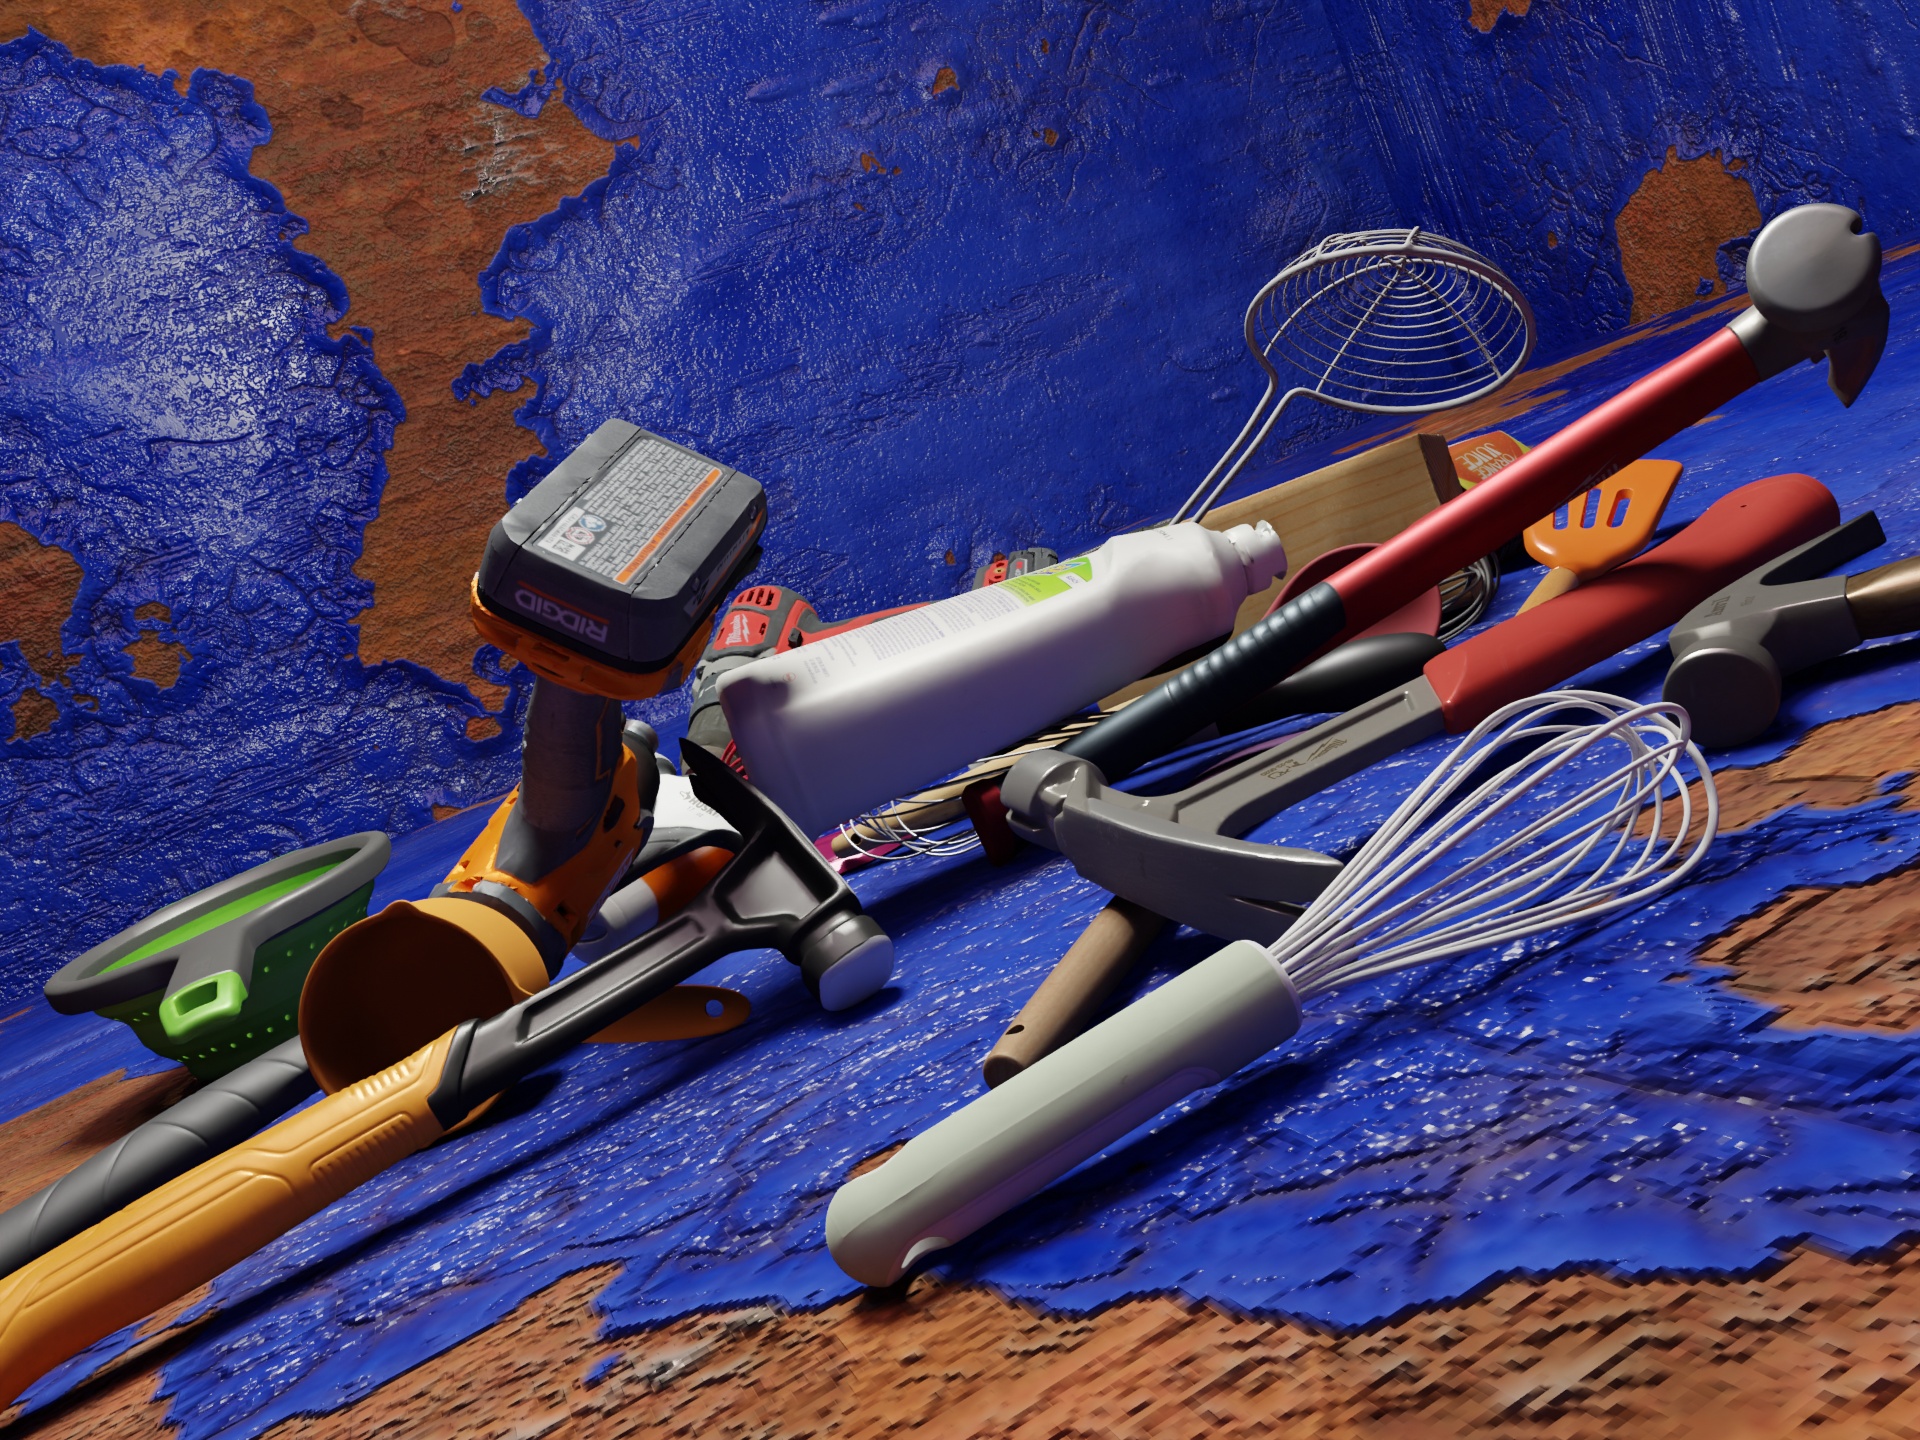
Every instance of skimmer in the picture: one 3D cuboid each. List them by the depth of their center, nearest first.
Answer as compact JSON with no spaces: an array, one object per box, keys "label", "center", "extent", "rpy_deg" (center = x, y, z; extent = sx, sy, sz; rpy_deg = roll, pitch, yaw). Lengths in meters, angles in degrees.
[{"label":"skimmer","center":[0.120,-0.084,0.779],"extent":[0.363,0.127,0.090],"rpy_deg":[-52,33,24]}]

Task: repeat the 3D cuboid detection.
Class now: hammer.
[{"label":"hammer","center":[0.367,-0.062,0.427],"extent":[0.331,0.031,0.130],"rpy_deg":[-17,9,34]},{"label":"hammer","center":[-0.192,0.124,0.528],"extent":[0.337,0.034,0.127],"rpy_deg":[-30,52,-23]},{"label":"hammer","center":[0.196,-0.019,0.543],"extent":[0.359,0.036,0.149],"rpy_deg":[-23,21,-28]},{"label":"hammer","center":[0.165,-0.049,0.623],"extent":[0.386,0.038,0.143],"rpy_deg":[-34,-20,22]},{"label":"hammer","center":[-0.258,0.136,0.703],"extent":[0.149,0.036,0.409],"rpy_deg":[23,44,40]}]

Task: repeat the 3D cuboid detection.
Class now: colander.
[{"label":"colander","center":[-0.397,0.155,0.888],"extent":[0.204,0.094,0.397],"rpy_deg":[-25,12,-19]}]

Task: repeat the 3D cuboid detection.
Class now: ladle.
[{"label":"ladle","center":[0.076,0.003,0.754],"extent":[0.315,0.069,0.031],"rpy_deg":[-24,-15,16]}]

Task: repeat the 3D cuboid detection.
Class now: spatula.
[{"label":"spatula","center":[0.070,0.050,0.538],"extent":[0.060,0.018,0.316],"rpy_deg":[-20,6,26]},{"label":"spatula","center":[0.263,-0.064,0.710],"extent":[0.081,0.041,0.322],"rpy_deg":[1,20,30]}]

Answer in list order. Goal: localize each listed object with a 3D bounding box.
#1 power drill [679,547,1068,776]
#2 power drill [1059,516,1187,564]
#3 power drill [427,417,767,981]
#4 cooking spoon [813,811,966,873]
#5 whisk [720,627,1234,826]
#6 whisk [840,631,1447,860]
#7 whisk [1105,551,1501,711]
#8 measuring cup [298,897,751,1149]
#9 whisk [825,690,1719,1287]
[{"label":"power drill","center":[-0.052,-0.023,0.944],"extent":[0.226,0.080,0.188],"rpy_deg":[-5,33,11]},{"label":"power drill","center":[0.112,-0.077,1.137],"extent":[0.171,0.080,0.223],"rpy_deg":[-20,10,14]},{"label":"power drill","center":[-0.153,-0.008,0.675],"extent":[0.164,0.084,0.226],"rpy_deg":[-65,-1,-53]},{"label":"cooking spoon","center":[0.025,0.030,0.823],"extent":[0.319,0.017,0.069],"rpy_deg":[-22,8,4]},{"label":"whisk","center":[-0.001,-0.003,0.810],"extent":[0.296,0.073,0.073],"rpy_deg":[-19,8,19]},{"label":"whisk","center":[0.076,0.008,0.714],"extent":[0.284,0.070,0.070],"rpy_deg":[-15,9,14]},{"label":"whisk","center":[0.146,-0.027,0.771],"extent":[0.239,0.055,0.055],"rpy_deg":[-26,6,9]},{"label":"measuring cup","center":[-0.163,0.111,0.620],"extent":[0.173,0.095,0.052],"rpy_deg":[-3,3,3]},{"label":"whisk","center":[0.078,0.059,0.369],"extent":[0.246,0.059,0.057],"rpy_deg":[-28,-28,-15]}]
